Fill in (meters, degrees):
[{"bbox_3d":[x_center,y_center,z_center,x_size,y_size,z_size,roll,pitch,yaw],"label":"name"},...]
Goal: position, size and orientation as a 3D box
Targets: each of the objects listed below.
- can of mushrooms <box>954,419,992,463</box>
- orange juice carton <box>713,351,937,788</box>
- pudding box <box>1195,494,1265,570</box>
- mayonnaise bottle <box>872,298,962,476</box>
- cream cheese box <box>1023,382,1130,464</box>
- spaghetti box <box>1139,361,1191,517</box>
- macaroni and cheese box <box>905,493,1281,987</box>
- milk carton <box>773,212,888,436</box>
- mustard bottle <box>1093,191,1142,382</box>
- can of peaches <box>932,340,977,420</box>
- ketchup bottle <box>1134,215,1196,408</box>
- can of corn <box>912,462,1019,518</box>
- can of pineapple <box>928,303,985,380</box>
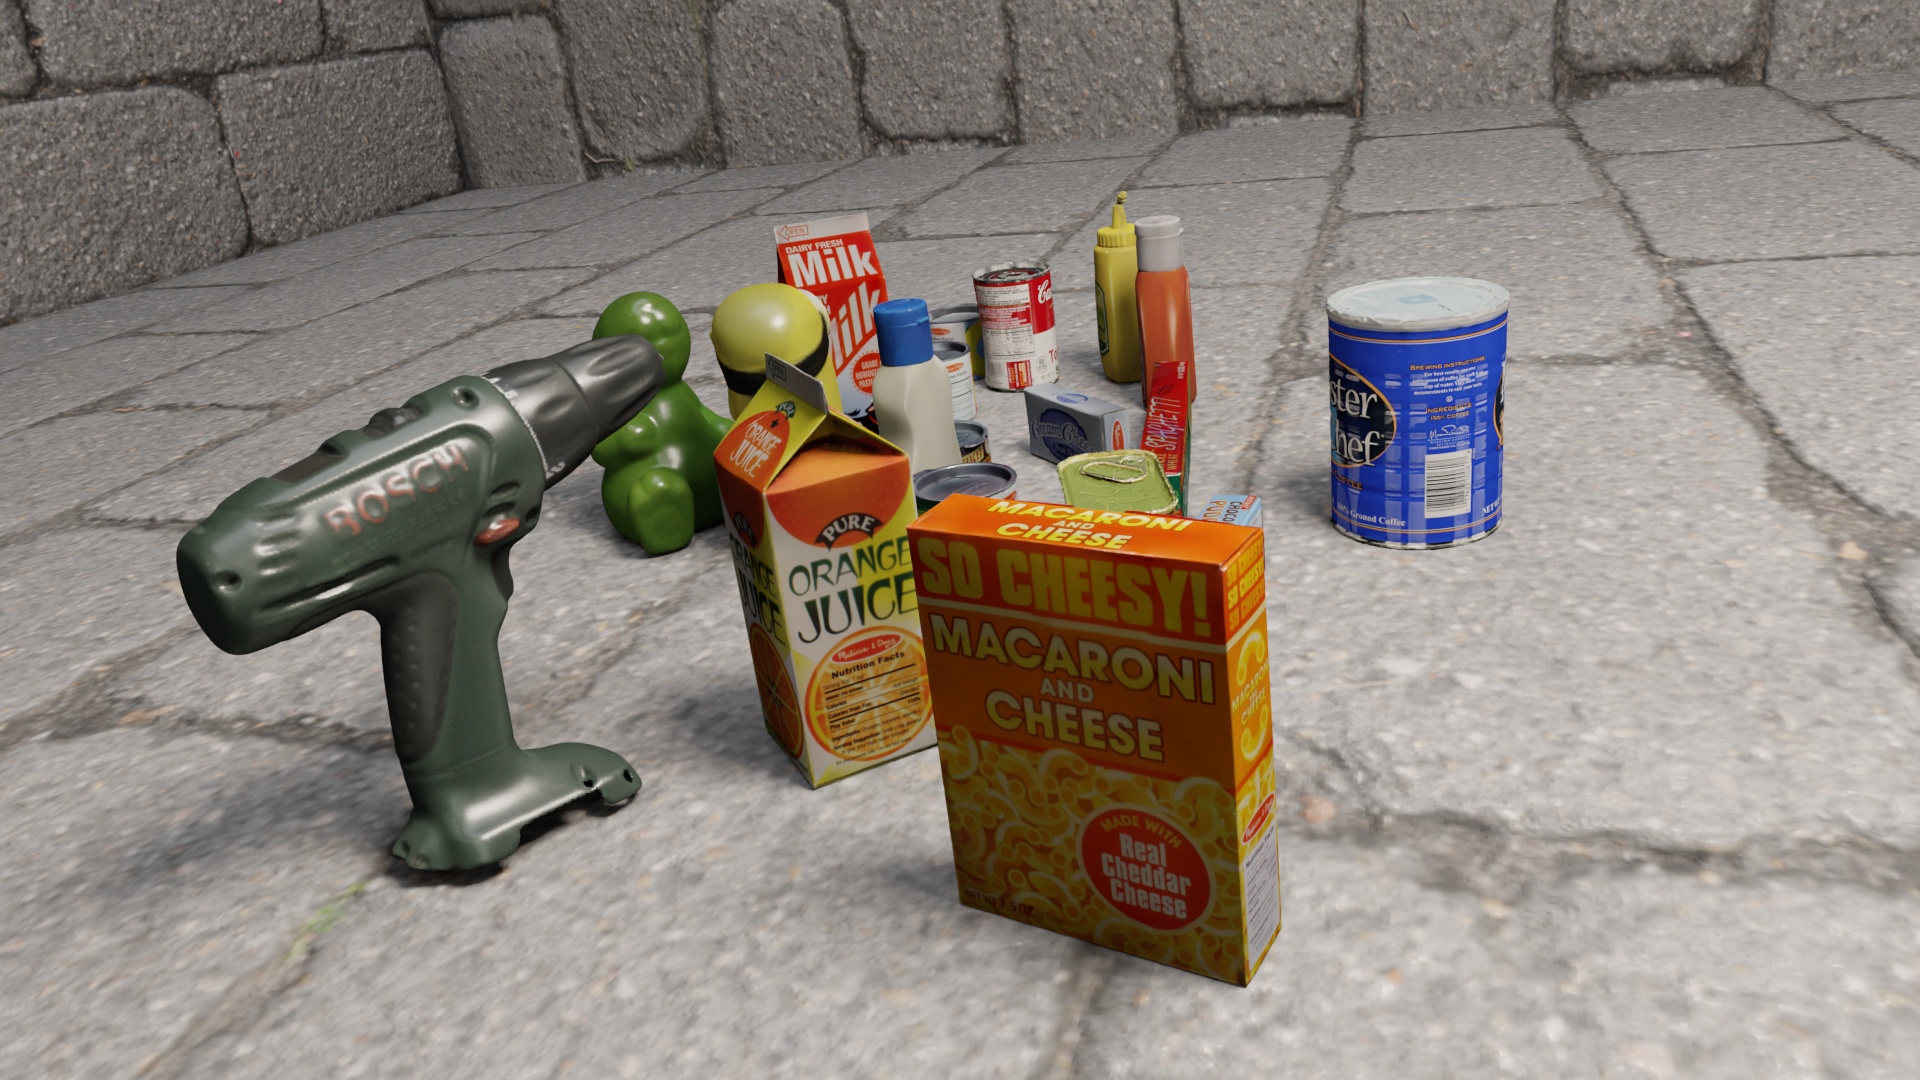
[{"bbox_3d":[-0.009,-0.063,1.023,0.071,0.033,0.071,-6,22,3],"label":"can of mushrooms"},{"bbox_3d":[-0.064,0.010,0.655,0.073,0.191,0.072,-17,24,-22],"label":"orange juice carton"},{"bbox_3d":[0.146,0.011,0.777,0.030,0.049,0.084,4,25,26],"label":"pudding box"},{"bbox_3d":[-0.032,-0.088,0.940,0.041,0.147,0.065,9,27,35],"label":"mayonnaise bottle"},{"bbox_3d":[0.084,-0.079,1.008,0.024,0.053,0.104,-18,25,-25],"label":"cream cheese box"},{"bbox_3d":[0.144,-0.067,0.965,0.029,0.050,0.251,-3,23,12],"label":"spaghetti box"},{"bbox_3d":[0.050,0.070,0.509,0.124,0.165,0.040,7,26,31],"label":"macaroni and cheese box"},{"bbox_3d":[-0.090,-0.146,1.044,0.072,0.189,0.073,-12,22,-11],"label":"milk carton"},{"bbox_3d":[0.139,-0.218,1.188,0.049,0.159,0.065,-9,22,-3],"label":"mustard bottle"},{"bbox_3d":[-0.022,-0.131,1.160,0.071,0.057,0.071,-6,22,3],"label":"can of peaches"},{"bbox_3d":[0.163,-0.182,1.109,0.043,0.148,0.065,0,23,17],"label":"ketchup bottle"},{"bbox_3d":[0.003,-0.011,0.861,0.071,0.058,0.071,-6,22,3],"label":"can of corn"},{"bbox_3d":[0.001,-0.182,1.278,0.071,0.057,0.071,-6,22,3],"label":"can of pineapple"}]
